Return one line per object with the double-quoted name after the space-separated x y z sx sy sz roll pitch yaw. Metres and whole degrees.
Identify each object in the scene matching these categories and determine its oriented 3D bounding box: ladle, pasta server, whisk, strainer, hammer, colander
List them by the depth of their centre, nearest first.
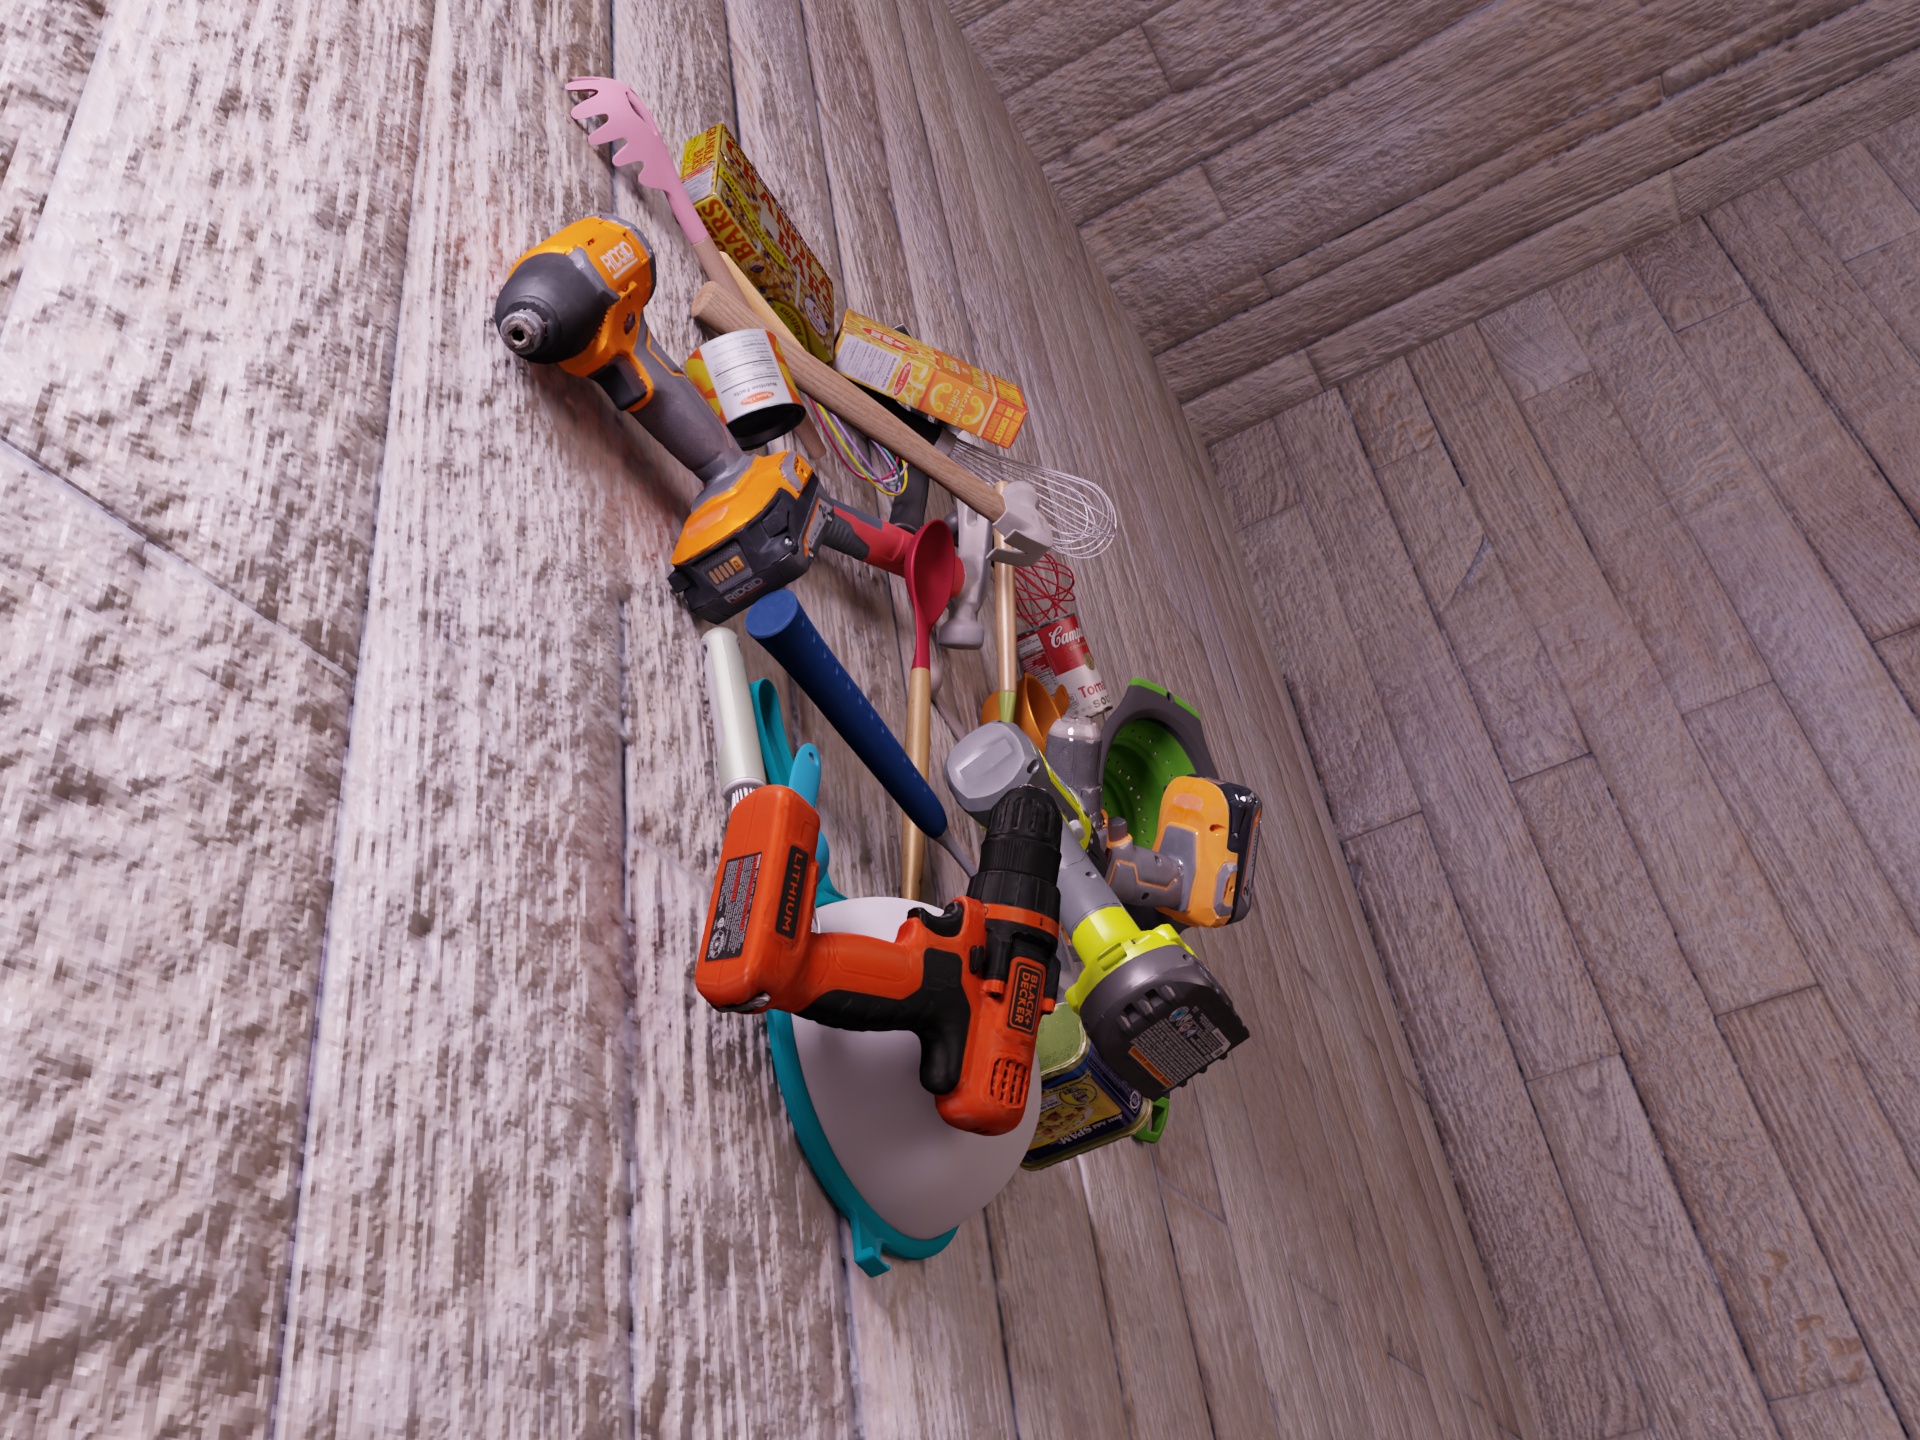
-0.116 0.045 0.856 0.057 0.059 0.247 103 -23 -51 "whisk"
-0.035 0.123 0.899 0.211 0.095 0.340 9 61 -69 "strainer"
-0.013 0.070 1.012 0.405 0.035 0.144 55 8 -36 "hammer"
-0.028 -0.012 1.129 0.069 0.031 0.316 55 31 -51 "ladle"
-0.182 -0.322 1.156 0.060 0.040 0.316 -86 152 -55 "pasta server"
-0.068 -0.150 1.183 0.386 0.038 0.143 15 78 -64 "hammer"
-0.058 -0.218 1.189 0.331 0.031 0.130 32 25 -26 "hammer"
-0.116 -0.269 1.248 0.244 0.047 0.051 48 -14 -33 "whisk"
0.050 -0.048 1.303 0.078 0.062 0.320 51 37 -70 "ladle"
0.014 -0.225 1.374 0.284 0.070 0.070 27 31 -15 "whisk"
0.140 0.165 1.385 0.204 0.094 0.397 26 60 -42 "colander"
-0.042 -0.242 1.441 0.146 0.035 0.335 57 20 -28 "hammer"
0.047 -0.145 1.506 0.295 0.073 0.073 26 44 -66 "whisk"

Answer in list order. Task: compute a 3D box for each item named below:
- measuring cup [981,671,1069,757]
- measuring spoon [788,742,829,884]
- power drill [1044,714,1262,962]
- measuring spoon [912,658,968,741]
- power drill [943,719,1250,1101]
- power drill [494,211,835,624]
0.063 0.001 1.408 0.095 0.052 0.174 64 16 -8 "measuring cup"
-0.079 0.043 0.847 0.042 0.021 0.129 51 19 -23 "measuring spoon"
0.137 0.086 1.246 0.226 0.084 0.185 -2 101 -41 "power drill"
-0.002 -0.004 1.279 0.124 0.018 0.034 57 20 -30 "measuring spoon"
0.087 0.122 1.016 0.229 0.080 0.190 58 5 38 "power drill"
-0.173 -0.171 0.906 0.226 0.084 0.164 55 21 -20 "power drill"
